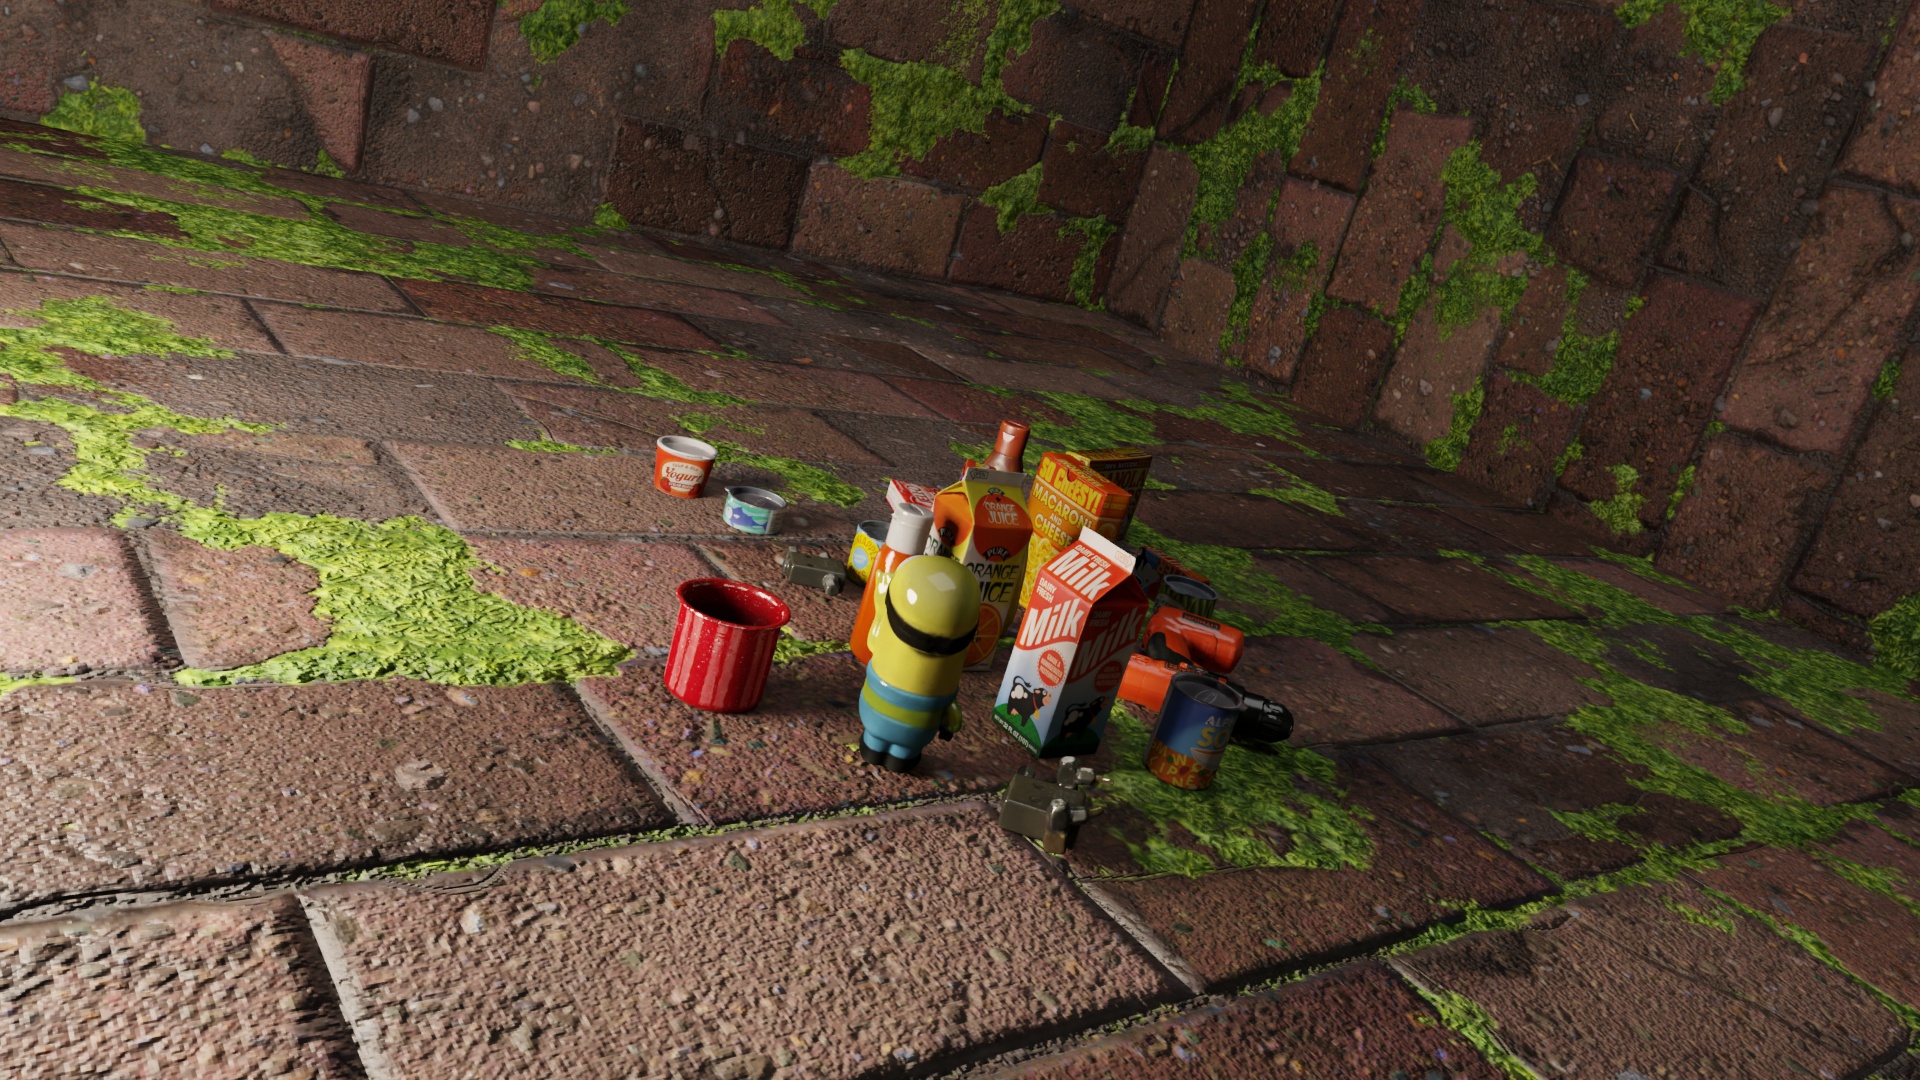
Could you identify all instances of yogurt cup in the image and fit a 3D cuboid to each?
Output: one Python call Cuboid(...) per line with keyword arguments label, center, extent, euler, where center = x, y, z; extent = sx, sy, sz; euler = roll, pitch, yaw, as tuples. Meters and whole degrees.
Cuboid(label="yogurt cup", center=(-0.312, -0.082, 1.561), extent=(0.072, 0.053, 0.072), euler=(15, 17, -5))

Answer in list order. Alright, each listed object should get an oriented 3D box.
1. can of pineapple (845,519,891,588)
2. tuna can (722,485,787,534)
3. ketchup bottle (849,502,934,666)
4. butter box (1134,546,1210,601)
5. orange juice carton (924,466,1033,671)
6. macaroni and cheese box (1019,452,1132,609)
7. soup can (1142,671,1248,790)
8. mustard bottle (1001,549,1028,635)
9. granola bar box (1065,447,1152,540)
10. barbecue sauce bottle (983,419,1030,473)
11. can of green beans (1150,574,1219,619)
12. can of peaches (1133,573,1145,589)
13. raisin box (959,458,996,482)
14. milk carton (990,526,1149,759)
Cuboid(label="can of pineapple", center=(-0.084, 0.016, 1.464), extent=(0.071, 0.057, 0.071), euler=(15, 17, -5))
Cuboid(label="tuna can", center=(-0.228, -0.034, 1.527), extent=(0.071, 0.032, 0.071), euler=(15, 18, -5))
Cuboid(label="ketchup bottle", center=(-0.061, 0.040, 1.265), extent=(0.043, 0.148, 0.065), euler=(8, 19, -26))
Cuboid(label="butter box", center=(0.251, 0.051, 1.673), extent=(0.024, 0.053, 0.104), euler=(1, 23, -41))
Cuboid(label="orange juice carton", center=(0.008, 0.022, 1.308), extent=(0.072, 0.192, 0.073), euler=(4, 21, -35))
Cuboid(label="macaroni and cheese box", center=(0.111, 0.003, 1.503), extent=(0.040, 0.165, 0.124), euler=(5, 21, -34))
Cuboid(label="soup can", center=(0.207, 0.169, 1.224), extent=(0.071, 0.083, 0.071), euler=(15, 17, -5))
Cuboid(label="mustard bottle", center=(0.038, 0.018, 1.402), extent=(0.065, 0.159, 0.049), euler=(10, 18, -22))
Cuboid(label="granola bar box", center=(0.179, -0.057, 1.817), extent=(0.039, 0.123, 0.166), euler=(27, 20, 31))
Cuboid(label="barbecue sauce bottle", center=(0.049, -0.073, 1.708), extent=(0.065, 0.148, 0.044), euler=(24, 18, 22))
Cuboid(label="can of green beans", center=(0.254, 0.078, 1.585), extent=(0.071, 0.057, 0.071), euler=(15, 17, -5))
Cuboid(label="can of peaches", center=(0.163, 0.062, 1.550), extent=(0.071, 0.058, 0.071), euler=(15, 17, -5))
Cuboid(label="raisin box", center=(0.006, -0.019, 1.546), extent=(0.040, 0.123, 0.086), euler=(16, 17, -2))
Cuboid(label="milk carton", center=(0.099, 0.087, 1.198), extent=(0.073, 0.189, 0.072), euler=(2, 22, -40))
